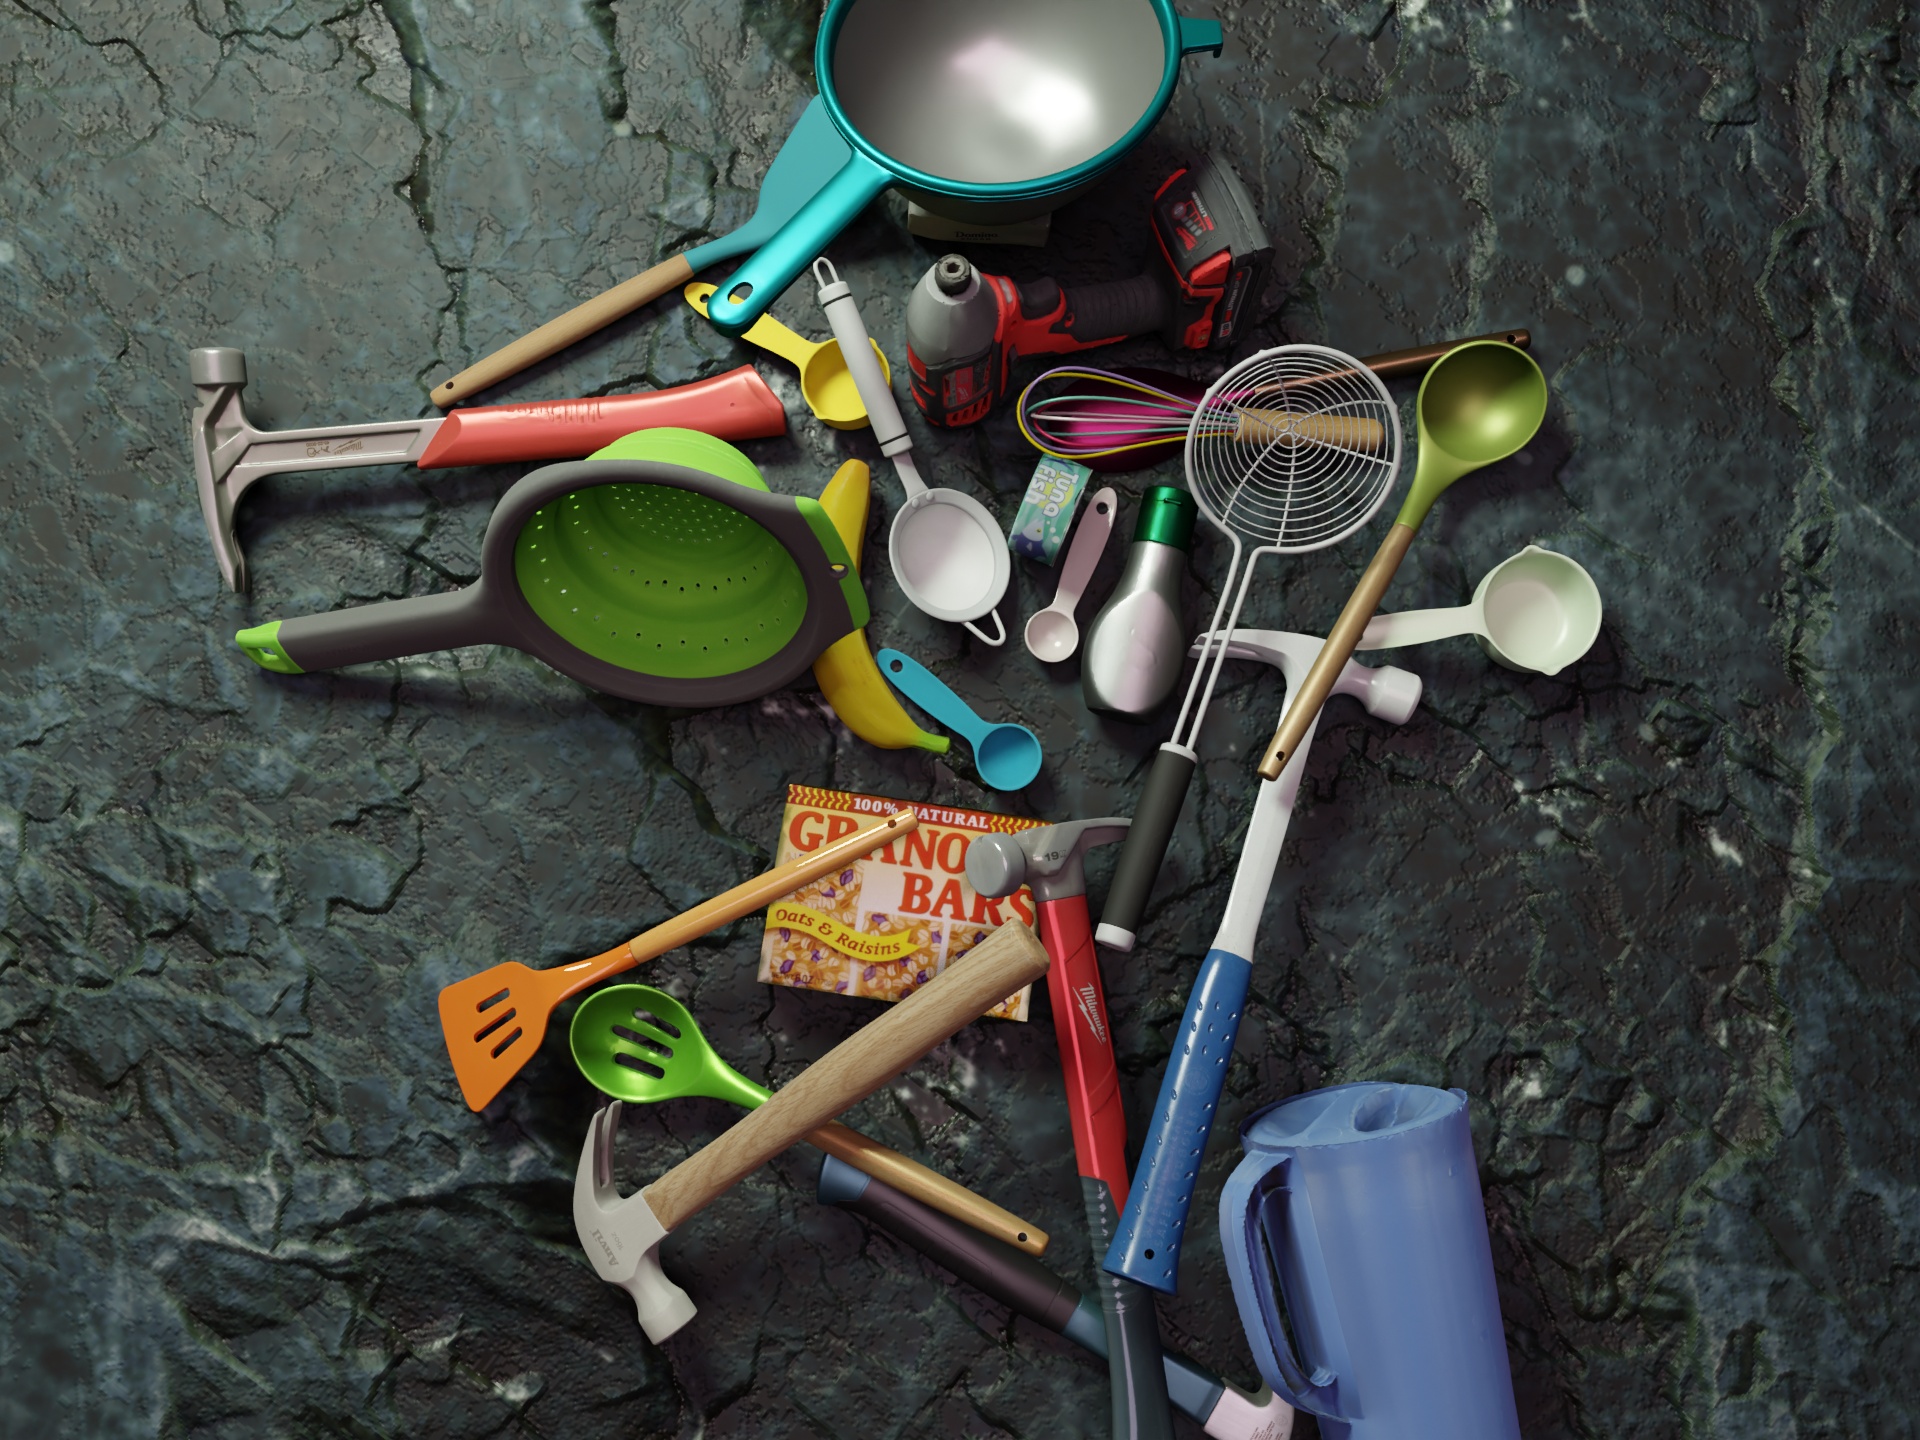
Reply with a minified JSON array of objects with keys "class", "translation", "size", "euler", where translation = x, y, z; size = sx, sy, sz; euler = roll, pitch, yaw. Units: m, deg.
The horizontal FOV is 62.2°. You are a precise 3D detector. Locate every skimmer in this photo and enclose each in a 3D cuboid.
[{"class":"skimmer","translation":[0.153,-0.041,0.926],"size":[0.127,0.090,0.363],"euler":[22,78,-4]}]

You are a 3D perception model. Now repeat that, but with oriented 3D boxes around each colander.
[{"class":"colander","translation":[-0.251,-0.095,0.966],"size":[0.397,0.204,0.095],"euler":[-8,50,13]}]

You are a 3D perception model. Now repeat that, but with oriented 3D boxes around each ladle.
[{"class":"ladle","translation":[0.266,-0.100,0.979],"size":[0.078,0.062,0.320],"euler":[32,75,1]}]

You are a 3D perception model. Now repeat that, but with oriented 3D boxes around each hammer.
[{"class":"hammer","translation":[0.054,0.353,0.963],"size":[0.331,0.033,0.128],"euler":[32,85,2]},{"class":"hammer","translation":[0.095,0.251,0.935],"size":[0.143,0.038,0.386],"euler":[-5,83,-39]},{"class":"hammer","translation":[-0.289,-0.169,0.995],"size":[0.359,0.037,0.149],"euler":[-6,99,-5]},{"class":"hammer","translation":[-0.089,0.217,0.910],"size":[0.331,0.031,0.130],"euler":[-38,83,12]},{"class":"hammer","translation":[0.157,0.128,0.942],"size":[0.144,0.035,0.406],"euler":[20,70,1]}]

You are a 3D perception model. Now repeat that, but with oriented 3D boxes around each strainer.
[{"class":"strainer","translation":[-0.018,-0.326,0.937],"size":[0.211,0.095,0.340],"euler":[39,78,16]},{"class":"strainer","translation":[-0.036,-0.163,0.984],"size":[0.087,0.050,0.258],"euler":[-29,101,-32]}]

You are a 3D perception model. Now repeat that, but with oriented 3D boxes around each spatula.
[{"class":"spatula","translation":[-0.200,-0.286,1.012],"size":[0.317,0.044,0.082],"euler":[-30,67,-3]},{"class":"spatula","translation":[-0.170,0.130,0.953],"size":[0.322,0.041,0.081],"euler":[-26,68,1]}]

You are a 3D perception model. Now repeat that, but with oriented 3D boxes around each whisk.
[{"class":"whisk","translation":[0.152,-0.183,0.999],"size":[0.245,0.051,0.047],"euler":[1,59,-14]}]

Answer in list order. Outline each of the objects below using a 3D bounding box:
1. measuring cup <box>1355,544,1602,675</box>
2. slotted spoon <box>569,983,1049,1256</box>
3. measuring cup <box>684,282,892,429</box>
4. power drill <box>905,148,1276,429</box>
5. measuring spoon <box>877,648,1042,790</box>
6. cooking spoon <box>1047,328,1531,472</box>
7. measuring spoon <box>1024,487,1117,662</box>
[{"class":"measuring cup","translation":[0.318,-0.061,1.010],"size":[0.167,0.038,0.083],"euler":[-8,85,0]},{"class":"slotted spoon","translation":[-0.092,0.241,0.941],"size":[0.314,0.031,0.070],"euler":[23,85,14]},{"class":"measuring cup","translation":[-0.112,-0.238,1.024],"size":[0.156,0.029,0.062],"euler":[32,84,13]},{"class":"power drill","translation":[0.071,-0.259,0.968],"size":[0.219,0.143,0.079],"euler":[-20,72,-5]},{"class":"measuring spoon","translation":[-0.002,-0.003,1.007],"size":[0.129,0.021,0.042],"euler":[39,91,11]},{"class":"cooking spoon","translation":[0.214,-0.218,1.030],"size":[0.319,0.017,0.069],"euler":[-12,86,-2]},{"class":"measuring spoon","translation":[0.073,-0.093,1.019],"size":[0.034,0.018,0.124],"euler":[23,77,-4]}]
